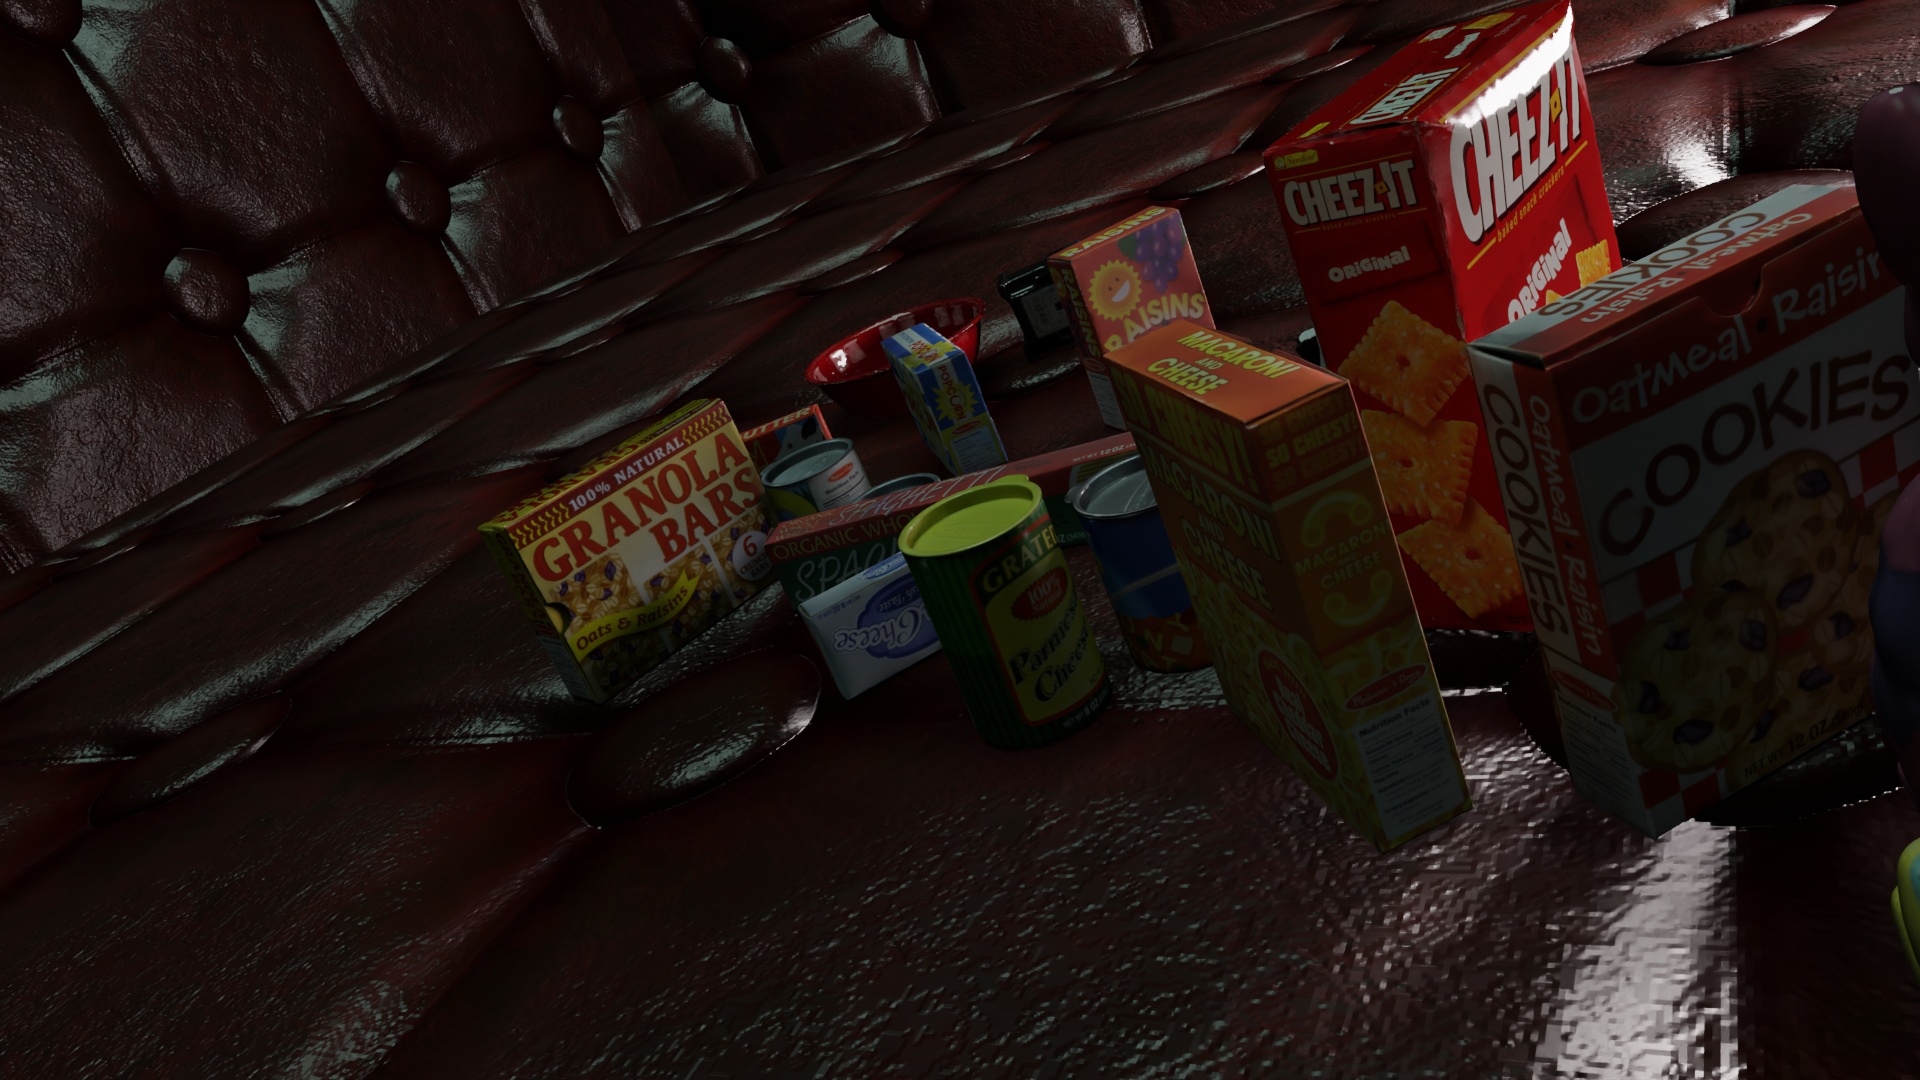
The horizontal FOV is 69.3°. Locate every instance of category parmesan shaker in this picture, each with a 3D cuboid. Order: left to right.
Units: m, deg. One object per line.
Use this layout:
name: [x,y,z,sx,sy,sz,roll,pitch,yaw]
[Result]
parmesan shaker: [0.023,0.032,0.620,0.071,0.102,0.071,-19,22,8]

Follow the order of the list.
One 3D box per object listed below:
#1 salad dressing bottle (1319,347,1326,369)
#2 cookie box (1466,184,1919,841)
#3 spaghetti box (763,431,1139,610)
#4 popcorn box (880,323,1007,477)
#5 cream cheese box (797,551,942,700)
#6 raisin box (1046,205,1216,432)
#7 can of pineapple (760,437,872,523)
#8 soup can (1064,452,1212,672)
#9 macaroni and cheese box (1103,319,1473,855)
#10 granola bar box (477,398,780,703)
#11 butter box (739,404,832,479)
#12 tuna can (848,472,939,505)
salad dressing bottle: [0.198,-0.090,0.679,0.044,0.147,0.064,-4,28,39]
cookie box: [0.235,-0.008,0.427,0.123,0.167,0.040,-26,22,-9]
spaghetti box: [0.003,-0.010,0.807,0.250,0.050,0.029,-14,23,20]
popcorn box: [-0.013,-0.100,0.984,0.038,0.085,0.127,-25,22,-6]
cream cheese box: [-0.027,0.035,0.727,0.104,0.053,0.024,-28,22,-15]
raisin box: [0.118,-0.145,0.913,0.086,0.123,0.040,-28,22,-13]
can of pineapple: [-0.093,-0.029,0.929,0.071,0.057,0.071,-19,22,8]
soup can: [0.093,0.008,0.635,0.071,0.083,0.071,-19,22,8]
macaroni and cheese box: [0.115,0.010,0.499,0.040,0.166,0.124,-25,22,-7]
granola bar box: [-0.193,0.003,0.861,0.039,0.123,0.166,4,34,48]
butter box: [-0.147,-0.061,1.061,0.103,0.053,0.024,-20,22,5]
tuna can: [-0.040,-0.012,0.875,0.071,0.032,0.071,-19,22,8]
